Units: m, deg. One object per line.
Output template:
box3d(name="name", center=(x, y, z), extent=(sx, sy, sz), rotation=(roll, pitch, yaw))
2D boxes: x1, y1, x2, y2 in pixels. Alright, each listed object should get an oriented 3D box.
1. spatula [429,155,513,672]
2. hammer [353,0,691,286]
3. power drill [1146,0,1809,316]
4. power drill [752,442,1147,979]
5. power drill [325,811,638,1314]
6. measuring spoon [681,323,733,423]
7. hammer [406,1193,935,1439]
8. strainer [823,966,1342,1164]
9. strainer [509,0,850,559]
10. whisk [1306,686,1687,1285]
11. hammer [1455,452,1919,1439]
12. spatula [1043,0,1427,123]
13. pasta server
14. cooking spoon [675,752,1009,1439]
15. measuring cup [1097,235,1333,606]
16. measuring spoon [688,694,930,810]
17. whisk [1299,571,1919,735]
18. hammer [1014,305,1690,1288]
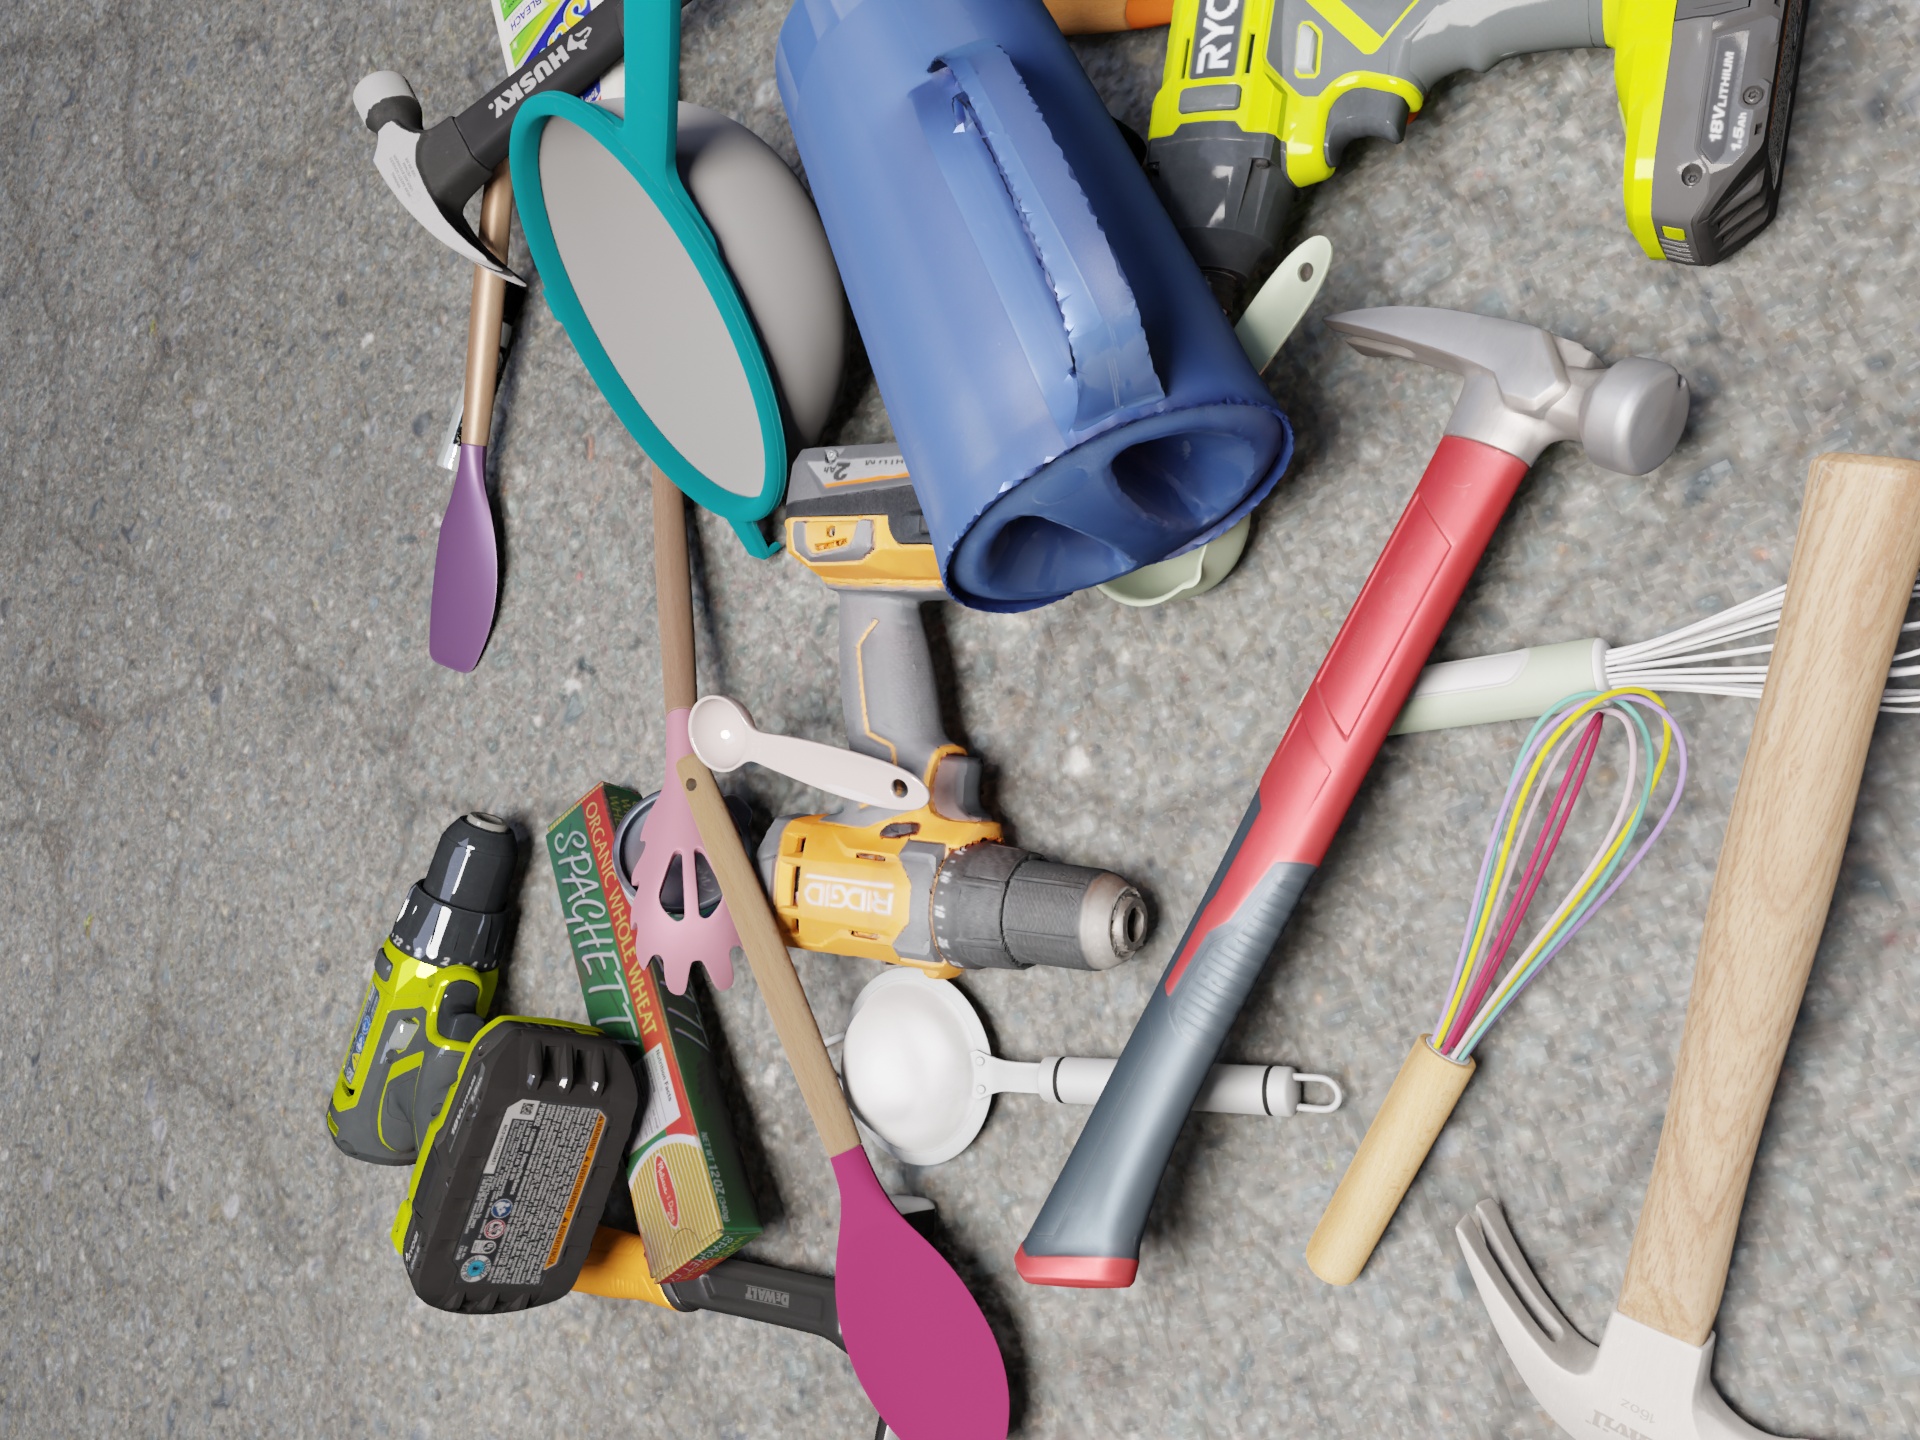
box3d(name="spatula", center=(-0.273, -0.183, 0.907), extent=(0.060, 0.018, 0.316), rotation=(16, 103, 35))
box3d(name="hammer", center=(-0.162, -0.366, 0.820), extent=(0.335, 0.035, 0.146), rotation=(-33, 74, 13))
box3d(name="power drill", center=(0.180, -0.232, 0.585), extent=(0.223, 0.080, 0.171), rotation=(9, 92, 30))
box3d(name="power drill", center=(-0.001, -0.002, 0.685), extent=(0.185, 0.084, 0.226), rotation=(4, 89, 35))
box3d(name="power drill", center=(-0.243, 0.163, 0.791), extent=(0.229, 0.080, 0.190), rotation=(28, 99, 54))
box3d(name="measuring spoon", center=(-0.128, -0.212, 0.843), extent=(0.021, 0.011, 0.117), rotation=(19, 94, 35))
box3d(name="hammer", center=(-0.157, 0.275, 0.774), extent=(0.337, 0.034, 0.127), rotation=(-1, 81, 34))
box3d(name="strainer", center=(0.032, 0.148, 0.663), extent=(0.258, 0.050, 0.087), rotation=(-5, 86, 30))
box3d(name="strainer", center=(-0.104, -0.233, 0.695), extent=(0.095, 0.340, 0.211), rotation=(-34, 76, -23))
box3d(name="whisk", center=(0.177, 0.096, 0.556), extent=(0.051, 0.047, 0.245), rotation=(34, 111, 33))
box3d(name="hammer", center=(0.243, 0.083, 0.497), extent=(0.130, 0.031, 0.331), rotation=(16, 103, 36))
box3d(name="spatula", center=(0.064, -0.317, 0.724), extent=(0.323, 0.041, 0.081), rotation=(18, 95, 39))
box3d(name="pasta server", center=(-0.138, -0.021, 0.782), extent=(0.060, 0.040, 0.317), rotation=(-5, 60, -8))
box3d(name="cooking spoon", center=(-0.058, 0.159, 0.679), extent=(0.069, 0.017, 0.319), rotation=(-29, 78, 24))
box3d(name="measuring cup", center=(0.105, -0.117, 0.629), extent=(0.083, 0.038, 0.167), rotation=(54, 129, 27))
box3d(name="measuring spoon", center=(-0.063, 0.015, 0.678), extent=(0.124, 0.018, 0.034), rotation=(16, 110, 27))
box3d(name="whisk", center=(0.230, -0.018, 0.549), extent=(0.246, 0.059, 0.058), rotation=(-9, 39, 37))
box3d(name="hammer", center=(0.111, 0.032, 0.589), extent=(0.143, 0.038, 0.386), rotation=(32, 97, 47))
